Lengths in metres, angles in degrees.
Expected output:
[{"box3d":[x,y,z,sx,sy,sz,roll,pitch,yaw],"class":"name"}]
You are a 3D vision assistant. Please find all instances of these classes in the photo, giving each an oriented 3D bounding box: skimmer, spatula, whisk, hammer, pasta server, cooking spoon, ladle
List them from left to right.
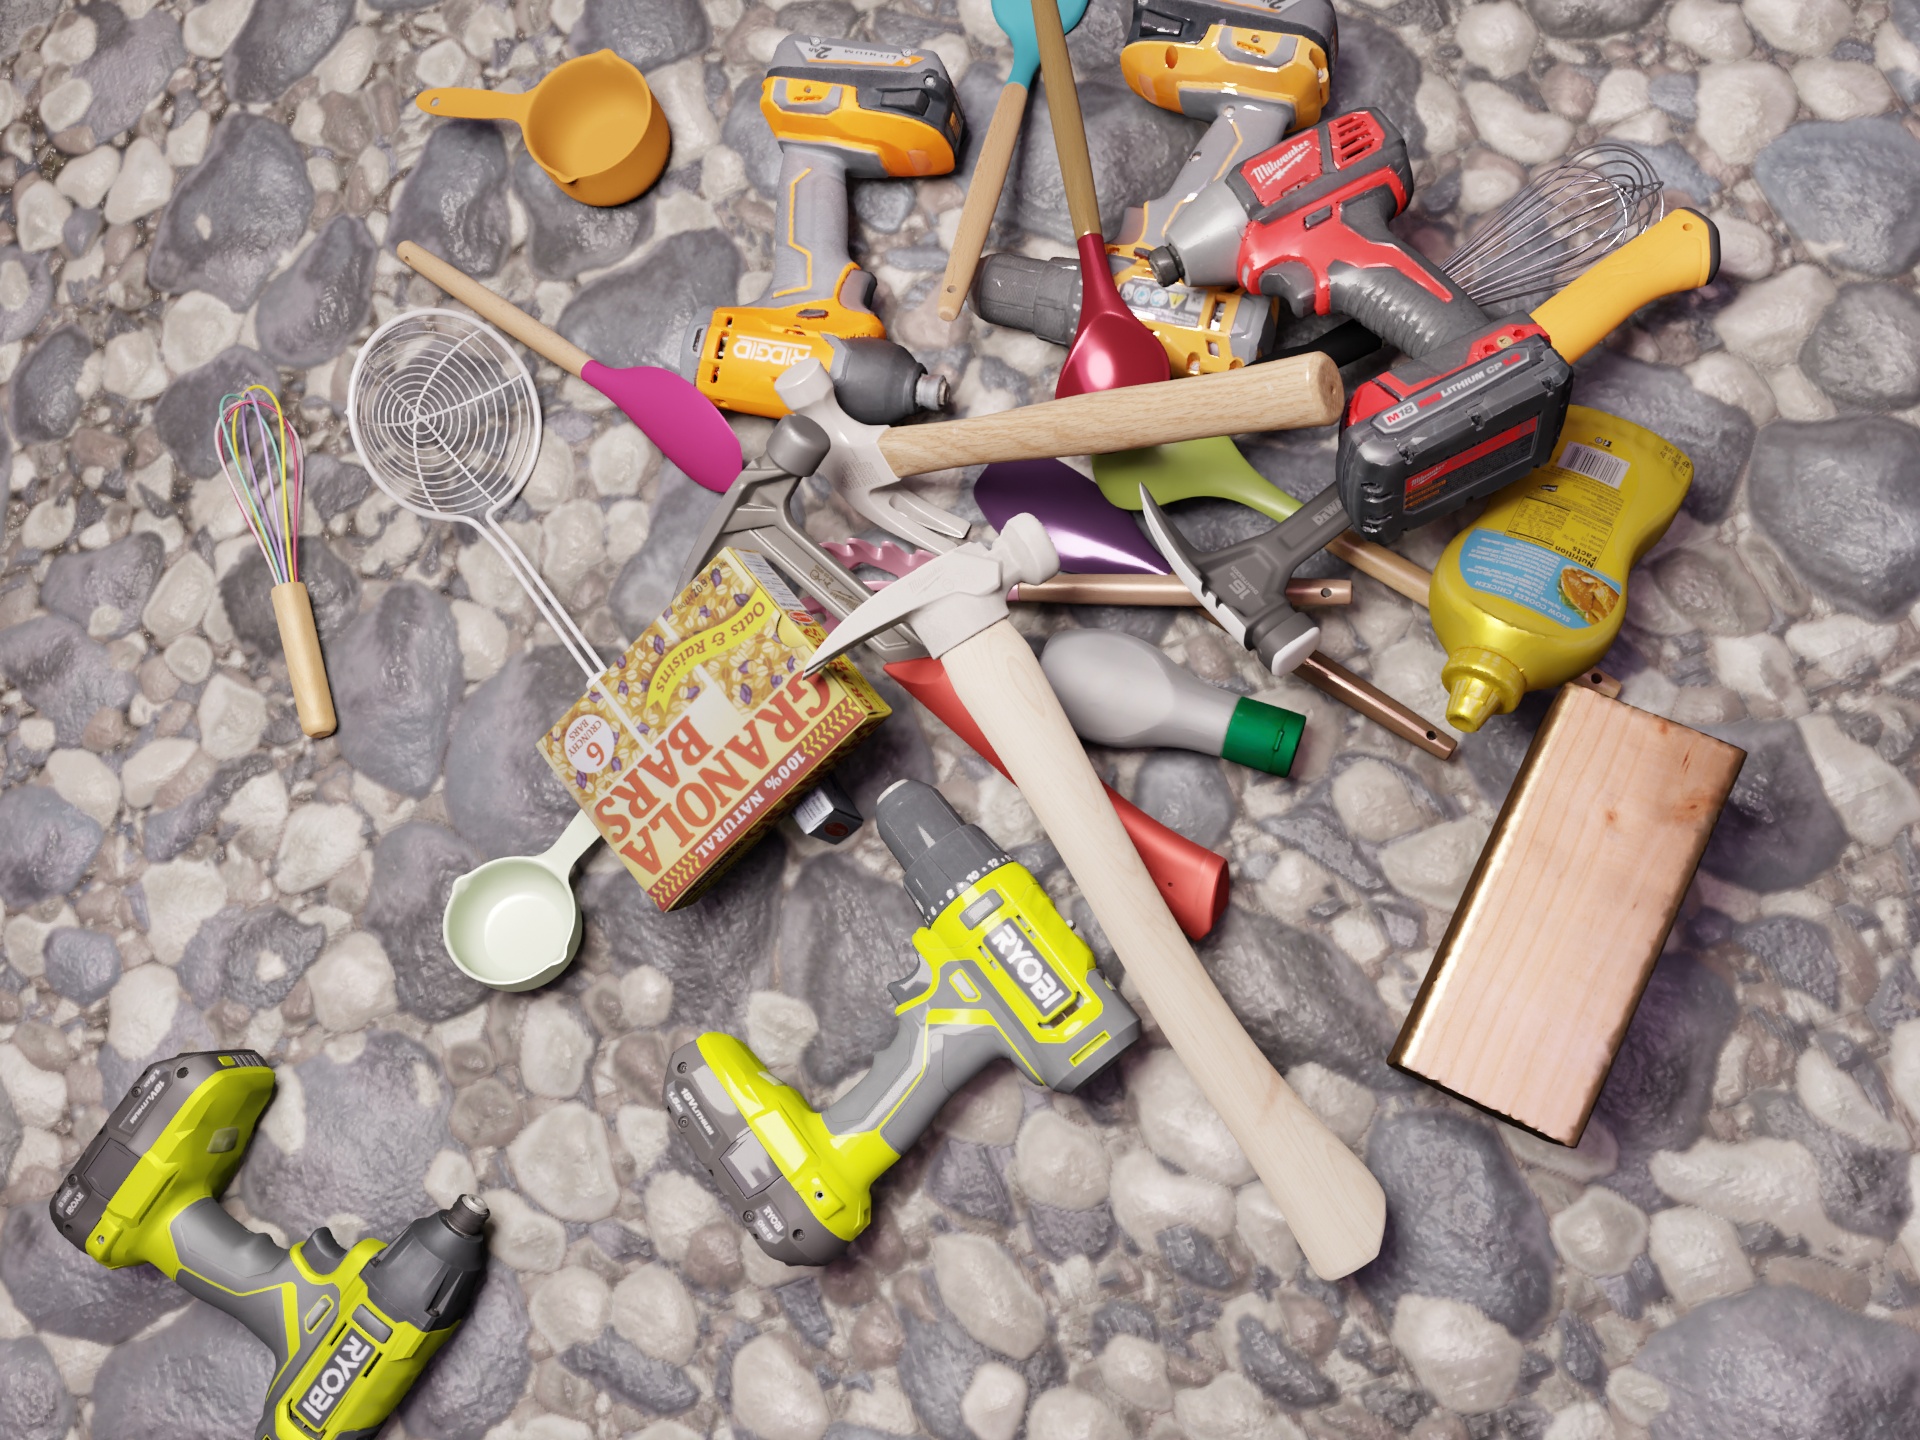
[{"box3d":[-0.436,-0.106,1.023,0.047,0.051,0.245,-18,77,2],"class":"whisk"},{"box3d":[-0.239,-0.086,0.948,0.127,0.090,0.363,-25,71,-41],"class":"skimmer"},{"box3d":[-0.254,-0.234,1.011,0.319,0.068,0.017,35,49,22],"class":"cooking spoon"},{"box3d":[-0.001,-0.003,0.882,0.359,0.037,0.149,41,120,7],"class":"hammer"},{"box3d":[0.025,-0.371,0.961,0.082,0.044,0.318,8,63,11],"class":"spatula"},{"box3d":[0.048,-0.151,0.838,0.331,0.129,0.031,1,45,42],"class":"hammer"},{"box3d":[0.059,-0.073,0.900,0.316,0.040,0.060,2,100,17],"class":"pasta server"},{"box3d":[0.067,-0.295,0.898,0.069,0.031,0.315,-15,76,25],"class":"ladle"},{"box3d":[0.079,0.101,0.806,0.146,0.038,0.411,-30,85,-11],"class":"hammer"},{"box3d":[0.139,-0.065,0.903,0.316,0.018,0.060,34,85,18],"class":"spatula"},{"box3d":[0.216,-0.093,0.887,0.320,0.062,0.078,31,81,10],"class":"ladle"},{"box3d":[0.263,-0.233,0.879,0.284,0.070,0.070,-28,73,-2],"class":"whisk"},{"box3d":[0.257,-0.167,0.839,0.337,0.034,0.127,-37,65,-4],"class":"hammer"}]

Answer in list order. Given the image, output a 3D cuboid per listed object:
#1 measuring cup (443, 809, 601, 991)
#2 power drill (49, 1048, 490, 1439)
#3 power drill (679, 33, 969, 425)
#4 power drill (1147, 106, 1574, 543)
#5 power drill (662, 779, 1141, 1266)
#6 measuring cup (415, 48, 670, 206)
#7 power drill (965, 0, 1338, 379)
[{"box3d":[-0.233,0.087,0.944,0.083,0.038,0.168,32,69,14],"class":"measuring cup"},{"box3d":[-0.385,0.293,0.905,0.223,0.080,0.171,34,87,13],"class":"power drill"},{"box3d":[-0.066,-0.288,0.967,0.164,0.084,0.226,13,85,14],"class":"power drill"},{"box3d":[0.197,-0.207,0.810,0.143,0.078,0.220,-26,63,1],"class":"power drill"},{"box3d":[-0.043,0.161,0.861,0.228,0.080,0.191,-39,74,-2],"class":"power drill"},{"box3d":[-0.273,-0.388,1.047,0.174,0.052,0.095,12,80,16],"class":"measuring cup"},{"box3d":[0.113,-0.315,0.936,0.185,0.084,0.226,15,85,17],"class":"power drill"}]
